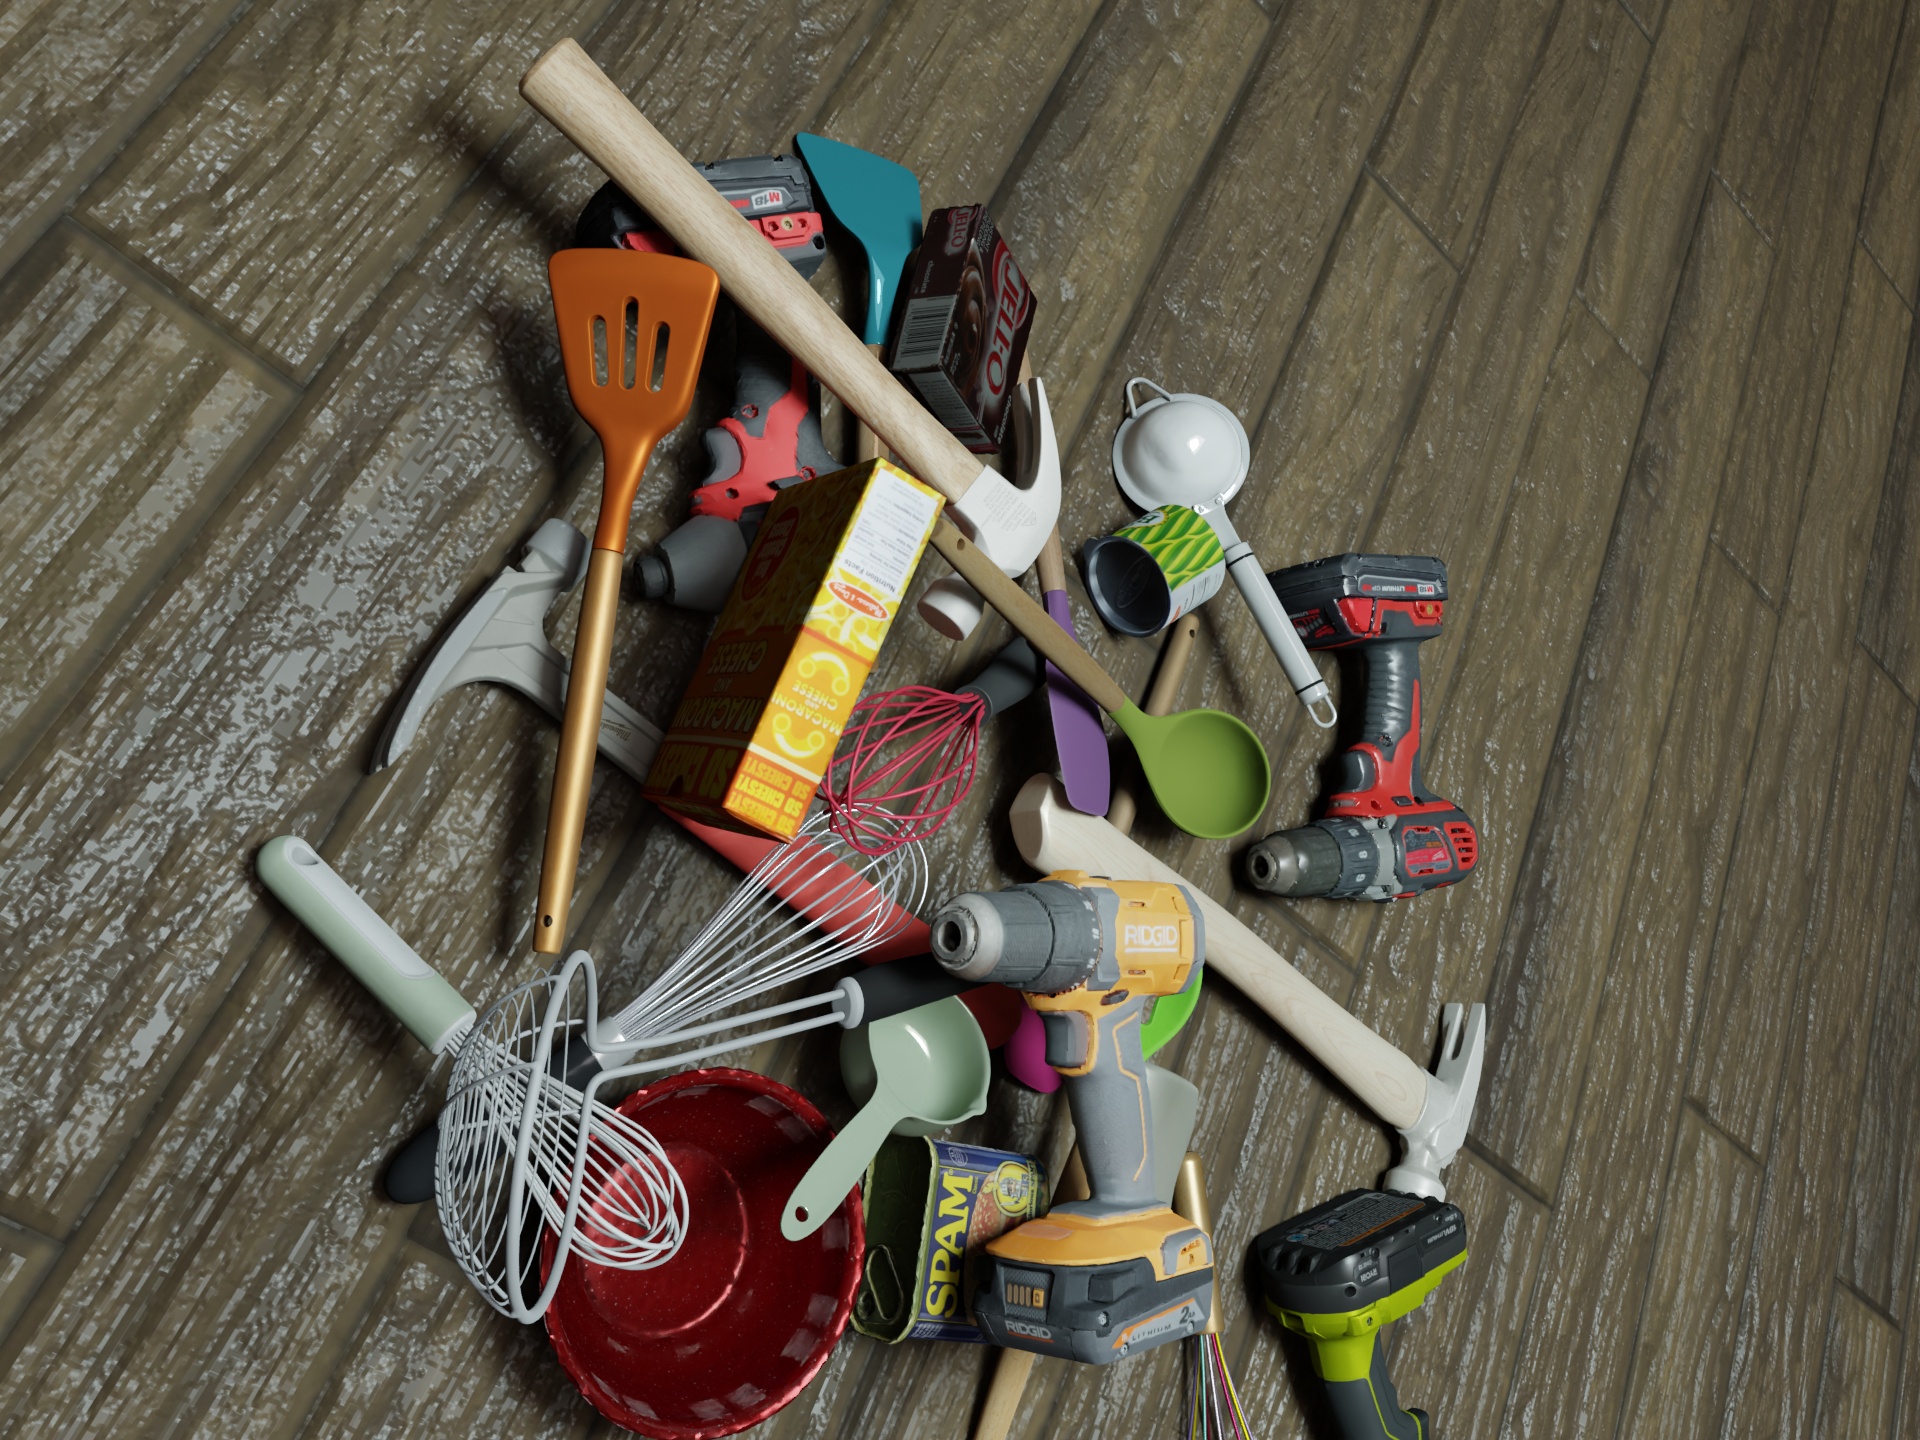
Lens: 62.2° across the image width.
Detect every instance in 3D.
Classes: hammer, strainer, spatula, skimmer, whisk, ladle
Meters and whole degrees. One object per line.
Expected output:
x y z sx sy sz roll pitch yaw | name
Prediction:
-0.075 -0.195 0.777 0.331 0.031 0.130 43 73 -20 | hammer
0.170 -0.111 0.993 0.087 0.050 0.258 -27 83 -2 | strainer
-0.168 -0.055 0.728 0.081 0.041 0.323 6 81 1 | spatula
-0.053 -0.182 0.900 0.082 0.044 0.317 6 81 -35 | spatula
-0.066 0.139 0.666 0.363 0.090 0.127 -4 103 -53 | skimmer
-0.134 0.131 0.730 0.284 0.070 0.070 -34 101 -19 | whisk
0.187 0.148 0.976 0.410 0.038 0.146 39 61 -26 | hammer
0.081 -0.021 0.858 0.319 0.062 0.078 39 66 -47 | ladle
-0.108 0.066 0.800 0.358 0.037 0.149 41 60 -21 | hammer
0.148 0.373 0.913 0.051 0.047 0.245 1 76 -34 | whisk
-0.001 -0.003 0.813 0.073 0.073 0.296 65 25 -6 | whisk
-0.207 0.136 0.669 0.246 0.059 0.058 43 16 6 | whisk
0.052 -0.096 0.928 0.059 0.018 0.316 18 59 -54 | spatula

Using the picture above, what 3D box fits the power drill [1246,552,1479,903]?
0.254 0.008 1.045 0.187 0.080 0.227 -2 85 -35 | power drill

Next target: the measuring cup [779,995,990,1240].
-0.046 0.191 0.761 0.083 0.038 0.168 50 41 -4 | measuring cup

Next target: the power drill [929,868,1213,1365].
0.053 0.186 0.774 0.185 0.084 0.226 11 77 -50 | power drill

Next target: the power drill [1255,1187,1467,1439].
0.265 0.411 0.969 0.171 0.080 0.223 -10 90 -35 | power drill

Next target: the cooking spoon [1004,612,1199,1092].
0.092 0.068 0.951 0.068 0.017 0.319 36 62 -28 | cooking spoon

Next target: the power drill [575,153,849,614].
-0.118 -0.164 0.813 0.143 0.078 0.219 -16 94 -24 | power drill

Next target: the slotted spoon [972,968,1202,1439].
0.059 0.253 0.859 0.070 0.031 0.314 23 77 -12 | slotted spoon
